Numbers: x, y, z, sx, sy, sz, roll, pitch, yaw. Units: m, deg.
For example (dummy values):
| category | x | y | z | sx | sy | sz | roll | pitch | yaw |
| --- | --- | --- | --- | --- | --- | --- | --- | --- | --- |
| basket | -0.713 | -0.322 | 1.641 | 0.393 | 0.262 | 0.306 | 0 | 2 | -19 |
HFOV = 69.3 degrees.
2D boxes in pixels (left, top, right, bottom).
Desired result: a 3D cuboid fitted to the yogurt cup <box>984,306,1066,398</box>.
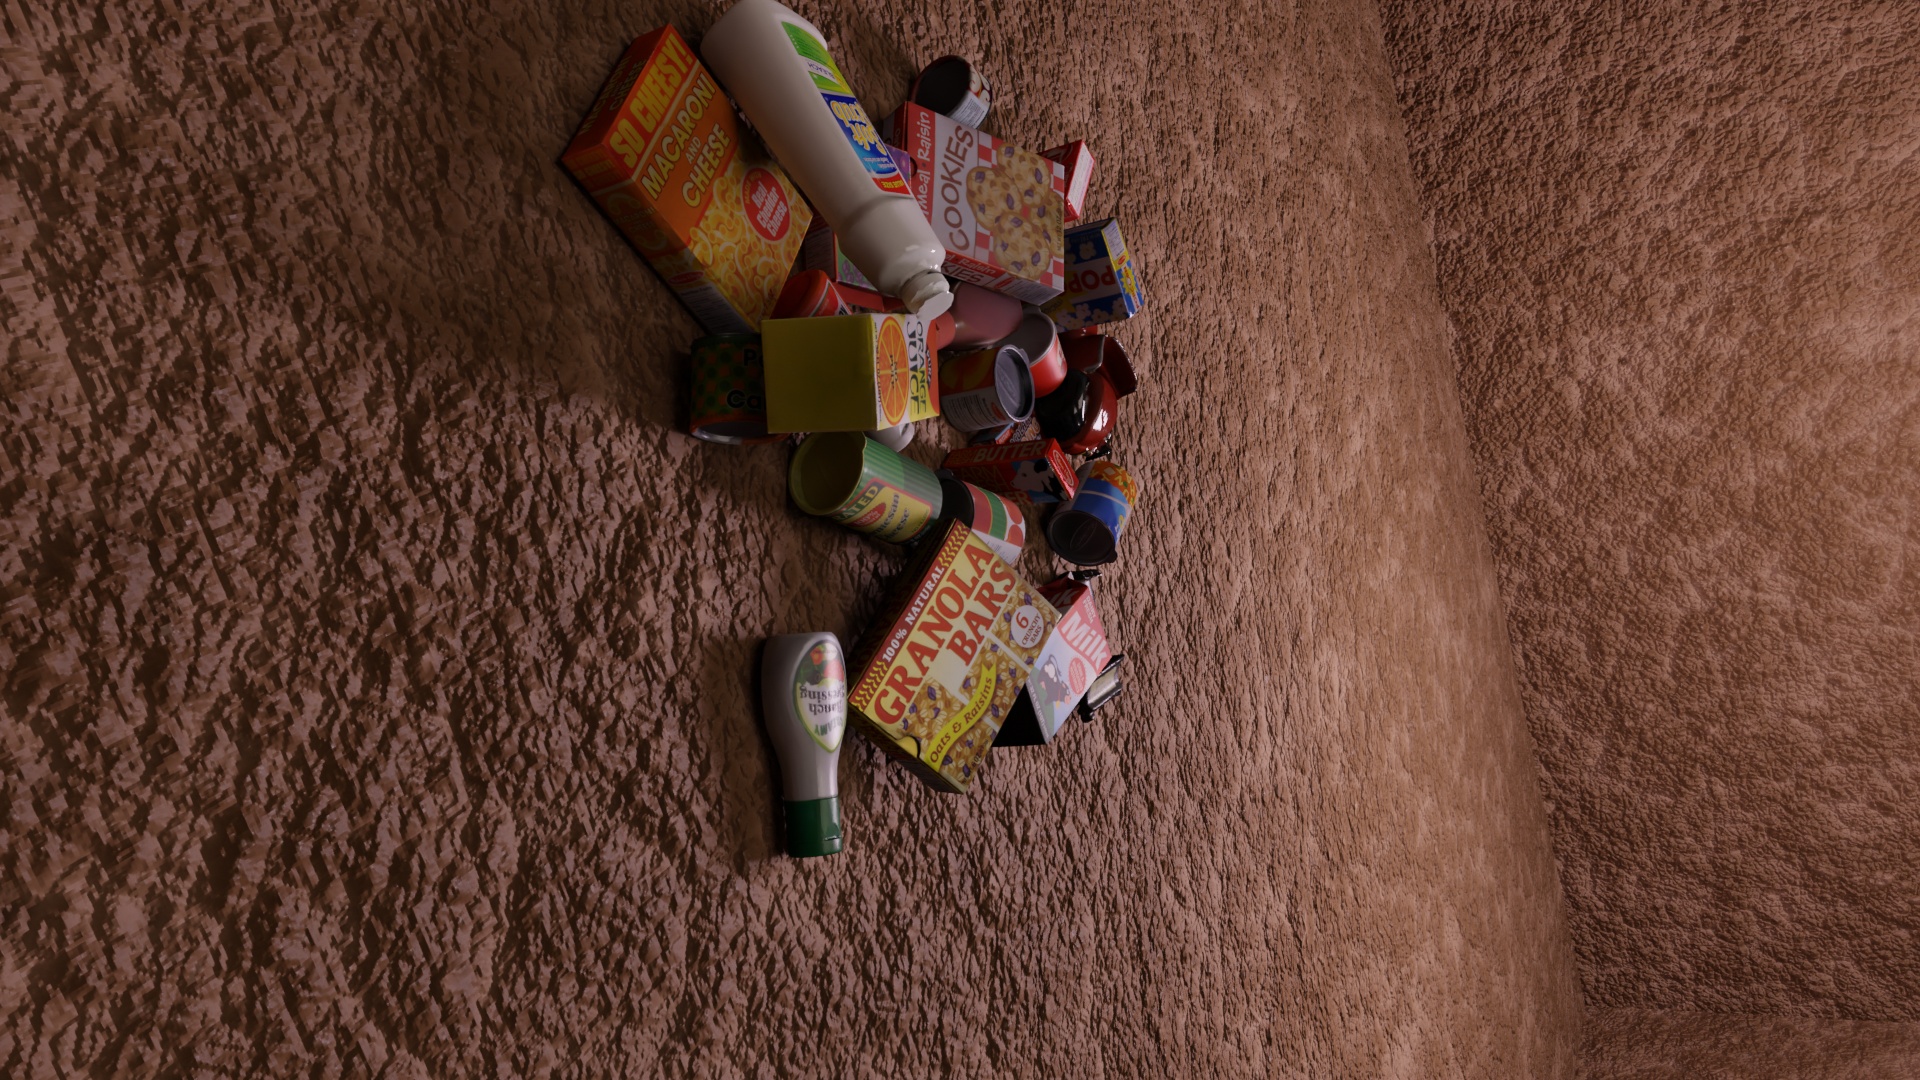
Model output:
| category | x | y | z | sx | sy | sz | roll | pitch | yaw |
| --- | --- | --- | --- | --- | --- | --- | --- | --- | --- |
| yogurt cup | 0.062 | -0.164 | 1.248 | 0.053 | 0.072 | 0.073 | 54 | 41 | -50 |

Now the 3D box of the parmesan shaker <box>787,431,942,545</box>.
| category | x | y | z | sx | sy | sz | roll | pitch | yaw |
| --- | --- | --- | --- | --- | --- | --- | --- | --- | --- |
| parmesan shaker | -0.065 | -0.040 | 1.008 | 0.103 | 0.071 | 0.071 | 23 | 64 | -54 |

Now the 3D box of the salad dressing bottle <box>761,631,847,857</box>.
| category | x | y | z | sx | sy | sz | roll | pitch | yaw |
| --- | --- | --- | --- | --- | --- | --- | --- | --- | --- |
| salad dressing bottle | -0.102 | 0.136 | 0.933 | 0.064 | 0.044 | 0.147 | 3 | 80 | -55 |

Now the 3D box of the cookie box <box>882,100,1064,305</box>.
| category | x | y | z | sx | sy | sz | roll | pitch | yaw |
| --- | --- | --- | --- | --- | --- | --- | --- | --- | --- |
| cookie box | 0.012 | -0.280 | 1.163 | 0.167 | 0.040 | 0.123 | 12 | 70 | -33 |

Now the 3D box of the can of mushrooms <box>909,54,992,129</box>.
| category | x | y | z | sx | sy | sz | roll | pitch | yaw |
| --- | --- | --- | --- | --- | --- | --- | --- | --- | --- |
| can of mushrooms | -0.010 | -0.378 | 1.183 | 0.033 | 0.071 | 0.071 | 26 | 62 | -53 |

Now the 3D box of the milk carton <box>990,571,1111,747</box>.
| category | x | y | z | sx | sy | sz | roll | pitch | yaw |
| --- | --- | --- | --- | --- | --- | --- | --- | --- | --- |
| milk carton | 0.069 | 0.097 | 1.188 | 0.191 | 0.073 | 0.072 | -42 | 118 | -54 |

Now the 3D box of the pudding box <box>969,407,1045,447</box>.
| category | x | y | z | sx | sy | sz | roll | pitch | yaw |
| --- | --- | --- | --- | --- | --- | --- | --- | --- | --- |
| pudding box | 0.043 | -0.085 | 1.230 | 0.084 | 0.030 | 0.049 | -48 | 122 | -51 |

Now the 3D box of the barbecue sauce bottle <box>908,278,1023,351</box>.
| category | x | y | z | sx | sy | sz | roll | pitch | yaw |
| --- | --- | --- | --- | --- | --- | --- | --- | --- | --- |
| barbecue sauce bottle | -0.002 | -0.187 | 1.169 | 0.149 | 0.043 | 0.065 | -34 | 97 | -54 |

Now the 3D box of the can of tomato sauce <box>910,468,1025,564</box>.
| category | x | y | z | sx | sy | sz | roll | pitch | yaw |
| --- | --- | --- | --- | --- | --- | --- | --- | --- | --- |
| can of tomato sauce | 0.004 | -0.014 | 1.118 | 0.083 | 0.071 | 0.071 | 19 | 67 | -56 |

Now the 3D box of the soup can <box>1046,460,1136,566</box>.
| category | x | y | z | sx | sy | sz | roll | pitch | yaw |
| --- | --- | --- | --- | --- | --- | --- | --- | --- | --- |
| soup can | 0.127 | -0.025 | 1.312 | 0.071 | 0.071 | 0.084 | 63 | 36 | -28 |

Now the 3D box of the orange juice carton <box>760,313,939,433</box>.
| category | x | y | z | sx | sy | sz | roll | pitch | yaw |
| --- | --- | --- | --- | --- | --- | --- | --- | --- | --- |
| orange juice carton | -0.063 | -0.114 | 0.928 | 0.193 | 0.073 | 0.071 | -32 | 120 | -74 |

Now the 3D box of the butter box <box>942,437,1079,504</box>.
| category | x | y | z | sx | sy | sz | roll | pitch | yaw |
| --- | --- | --- | --- | --- | --- | --- | --- | --- | --- |
| butter box | 0.041 | -0.055 | 1.150 | 0.053 | 0.103 | 0.024 | 58 | 42 | -36 |

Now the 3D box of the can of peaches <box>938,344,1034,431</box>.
| category | x | y | z | sx | sy | sz | roll | pitch | yaw |
| --- | --- | --- | --- | --- | --- | --- | --- | --- | --- |
| can of peaches | 0.023 | -0.130 | 1.182 | 0.071 | 0.058 | 0.071 | 21 | 65 | -54 |

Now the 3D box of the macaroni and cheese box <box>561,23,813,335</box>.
| category | x | y | z | sx | sy | sz | roll | pitch | yaw |
| --- | --- | --- | --- | --- | --- | --- | --- | --- | --- |
| macaroni and cheese box | -0.173 | -0.230 | 0.910 | 0.166 | 0.040 | 0.124 | 51 | 42 | -40 |

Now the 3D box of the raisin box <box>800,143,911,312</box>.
| category | x | y | z | sx | sy | sz | roll | pitch | yaw |
| --- | --- | --- | --- | --- | --- | --- | --- | --- | --- |
| raisin box | -0.078 | -0.243 | 1.054 | 0.086 | 0.040 | 0.123 | 6 | 78 | -46 |

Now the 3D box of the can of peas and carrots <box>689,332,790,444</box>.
| category | x | y | z | sx | sy | sz | roll | pitch | yaw |
| --- | --- | --- | --- | --- | --- | --- | --- | --- | --- |
| can of peas and carrots | -0.141 | -0.098 | 0.901 | 0.071 | 0.071 | 0.059 | 14 | 72 | -56 |

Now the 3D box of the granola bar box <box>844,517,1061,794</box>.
| category | x | y | z | sx | sy | sz | roll | pitch | yaw |
| --- | --- | --- | --- | --- | --- | --- | --- | --- | --- |
| granola bar box | -0.010 | 0.085 | 1.029 | 0.124 | 0.039 | 0.166 | 42 | 64 | -25 |

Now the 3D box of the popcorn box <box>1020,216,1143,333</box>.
| category | x | y | z | sx | sy | sz | roll | pitch | yaw |
| --- | --- | --- | --- | --- | --- | --- | --- | --- | --- |
| popcorn box | 0.093 | -0.234 | 1.253 | 0.038 | 0.126 | 0.085 | -48 | 123 | -48 |

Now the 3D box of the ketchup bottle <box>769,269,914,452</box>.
| category | x | y | z | sx | sy | sz | roll | pitch | yaw |
| --- | --- | --- | --- | --- | --- | --- | --- | --- | --- |
| ketchup bottle | -0.085 | -0.125 | 1.022 | 0.148 | 0.043 | 0.065 | 54 | 44 | -37 |
